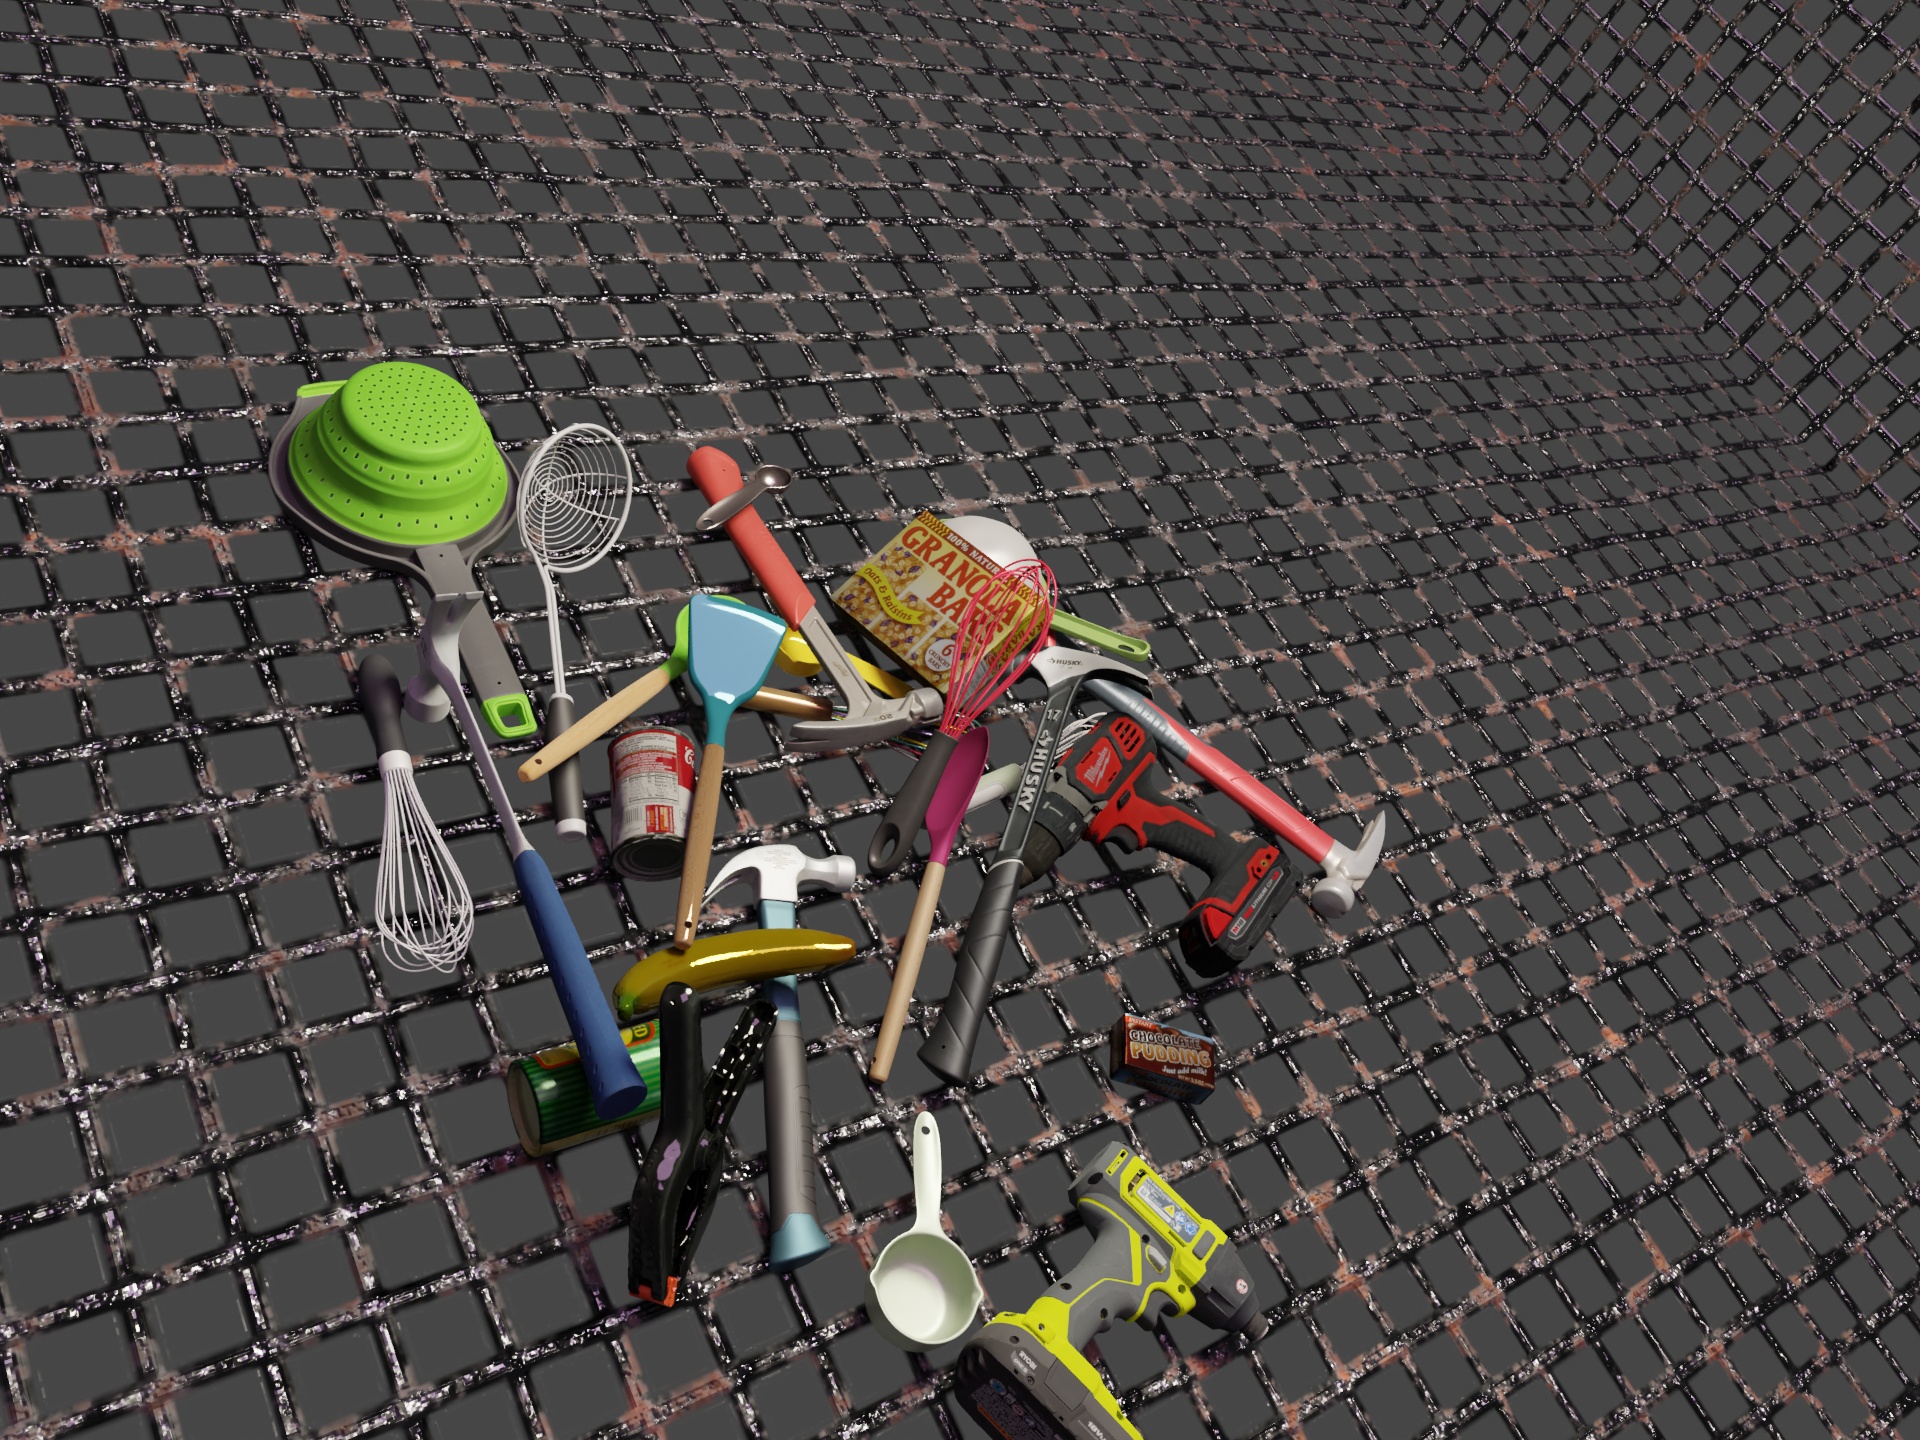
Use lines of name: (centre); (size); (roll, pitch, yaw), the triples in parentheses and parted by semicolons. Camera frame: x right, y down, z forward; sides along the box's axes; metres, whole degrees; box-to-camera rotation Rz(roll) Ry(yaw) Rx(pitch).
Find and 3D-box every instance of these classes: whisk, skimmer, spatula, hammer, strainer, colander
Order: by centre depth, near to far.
hammer: (-0.303, 0.085, 1.094); (0.035, 0.144, 0.406); (-9, 54, -35)
whisk: (-0.403, 0.059, 1.148); (0.070, 0.070, 0.285); (-3, 52, -30)
hammer: (-0.128, 0.236, 1.165); (0.128, 0.033, 0.331); (9, 50, -23)
spatula: (-0.189, 0.034, 1.208); (0.082, 0.044, 0.318); (16, 45, -17)
skimmer: (-0.302, -0.076, 1.285); (0.090, 0.127, 0.364); (-20, 60, 12)
colander: (-0.423, -0.164, 1.290); (0.204, 0.094, 0.397); (-13, 61, -36)
hammer: (0.047, 0.106, 1.299); (0.149, 0.036, 0.409); (4, 56, 23)
whisk: (-0.002, -0.004, 1.316); (0.073, 0.073, 0.296); (28, 84, -5)
whisk: (-0.091, -0.002, 1.374); (0.245, 0.051, 0.047); (12, 55, -16)
hammer: (-0.162, -0.115, 1.395); (0.149, 0.036, 0.359); (-11, 52, -36)
whisk: (0.057, 0.048, 1.412); (0.246, 0.057, 0.059); (-21, 32, -34)
strainer: (0.064, -0.127, 1.498); (0.256, 0.069, 0.151); (23, 44, 12)
hammer: (0.235, 0.026, 1.530); (0.386, 0.038, 0.143); (38, 45, 4)

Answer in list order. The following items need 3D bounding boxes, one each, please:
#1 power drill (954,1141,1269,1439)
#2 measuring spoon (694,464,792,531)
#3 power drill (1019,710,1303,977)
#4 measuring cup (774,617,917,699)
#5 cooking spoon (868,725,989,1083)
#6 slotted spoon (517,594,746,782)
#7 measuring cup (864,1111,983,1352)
power drill: (0.113, 0.425, 1.114); (0.171, 0.080, 0.223); (43, 43, 9)
measuring spoon: (-0.196, -0.194, 1.427); (0.034, 0.018, 0.124); (33, 47, 16)
power drill: (0.157, 0.122, 1.365); (0.227, 0.080, 0.188); (41, 66, 4)
measuring cup: (-0.099, -0.041, 1.413); (0.156, 0.029, 0.062); (28, 46, -8)
cooking spoon: (-0.025, 0.139, 1.270); (0.017, 0.069, 0.319); (35, 54, -27)
slotted spoon: (-0.256, -0.026, 1.278); (0.070, 0.031, 0.314); (37, 35, 4)
measuring cup: (-0.030, 0.358, 1.117); (0.083, 0.038, 0.168); (15, 47, -17)
